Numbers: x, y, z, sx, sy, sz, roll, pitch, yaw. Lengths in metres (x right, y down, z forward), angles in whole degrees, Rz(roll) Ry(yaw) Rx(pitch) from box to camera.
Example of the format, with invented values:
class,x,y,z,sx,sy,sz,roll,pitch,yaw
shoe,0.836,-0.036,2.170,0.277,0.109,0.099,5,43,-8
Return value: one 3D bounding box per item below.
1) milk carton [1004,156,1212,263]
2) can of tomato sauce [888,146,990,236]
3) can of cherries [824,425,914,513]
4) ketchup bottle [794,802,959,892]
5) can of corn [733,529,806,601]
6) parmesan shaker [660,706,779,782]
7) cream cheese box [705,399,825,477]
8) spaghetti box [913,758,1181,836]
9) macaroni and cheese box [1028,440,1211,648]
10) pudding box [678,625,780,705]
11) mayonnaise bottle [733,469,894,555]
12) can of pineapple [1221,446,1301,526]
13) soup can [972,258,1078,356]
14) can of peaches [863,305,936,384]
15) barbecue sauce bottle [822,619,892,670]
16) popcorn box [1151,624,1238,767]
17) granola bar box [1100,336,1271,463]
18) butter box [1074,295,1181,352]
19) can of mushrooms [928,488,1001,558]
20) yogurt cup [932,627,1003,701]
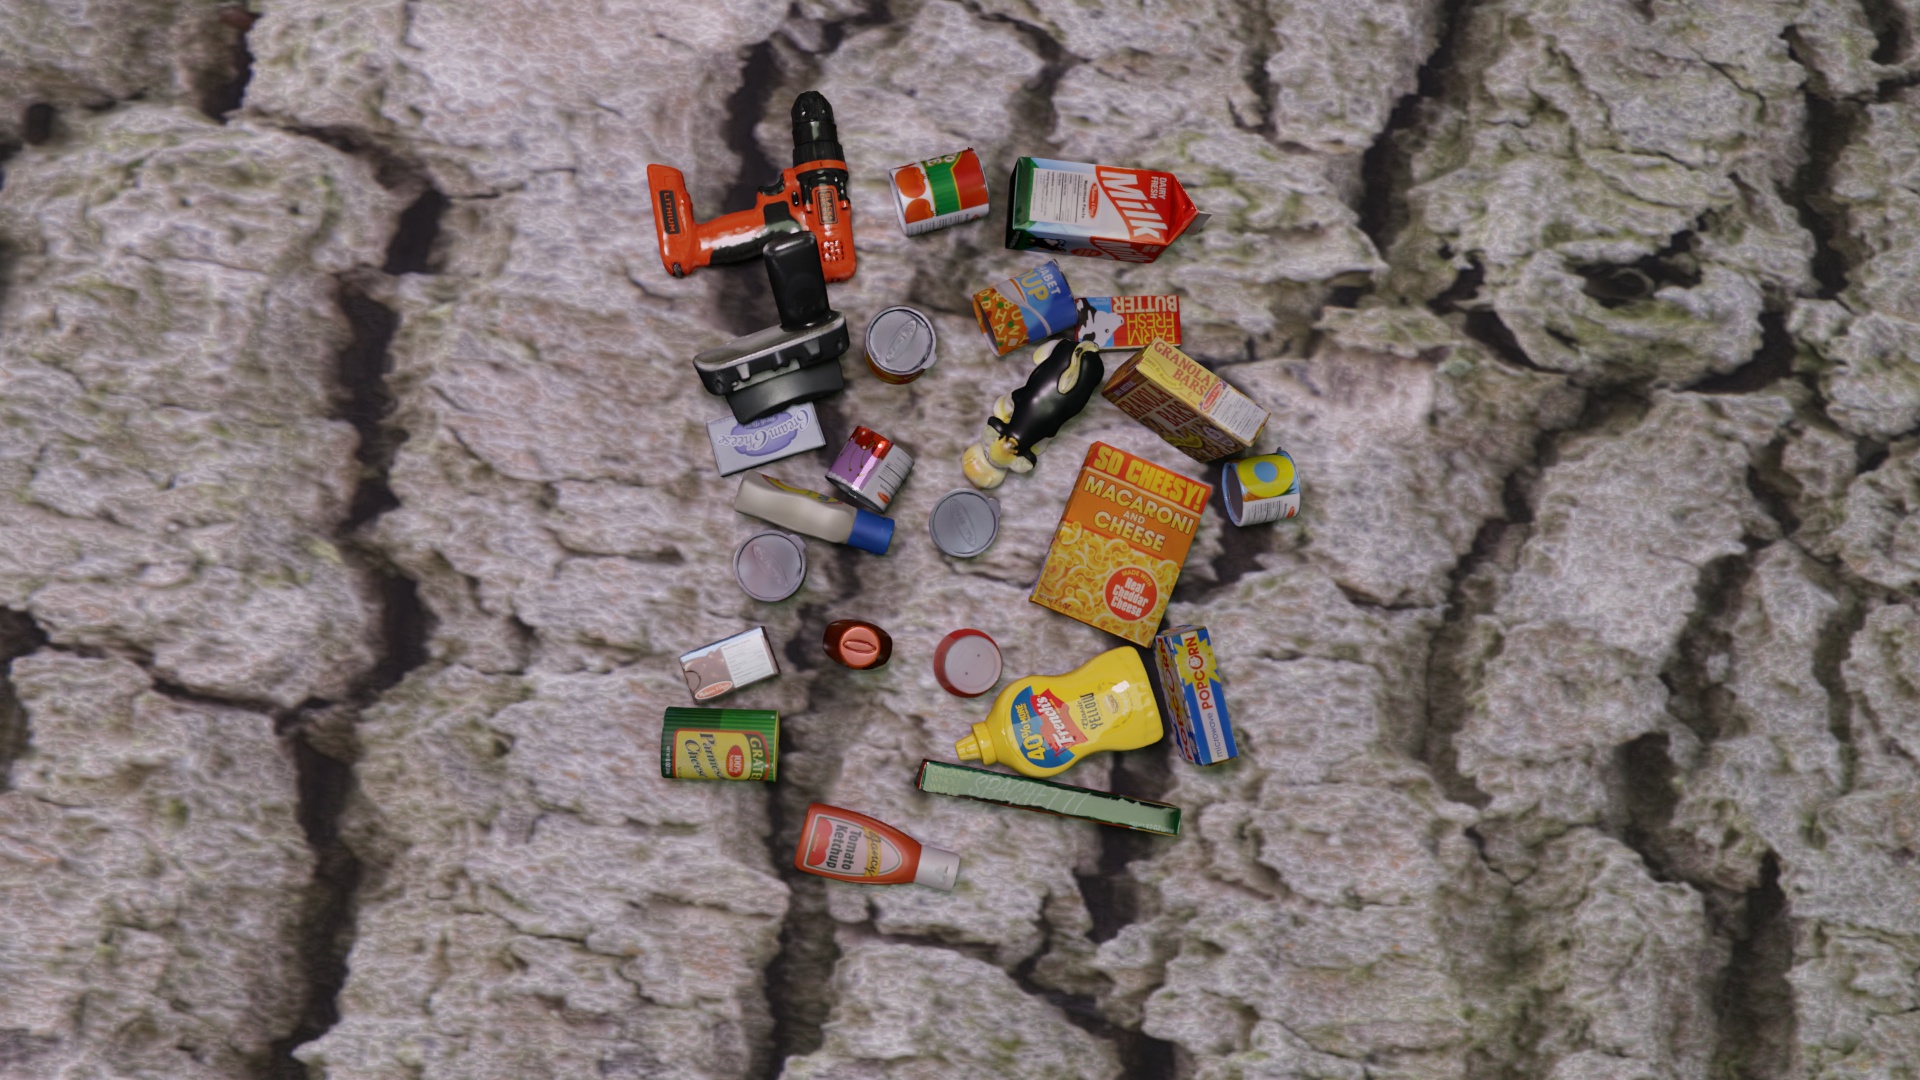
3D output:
class,x,y,z,sx,sy,sz,roll,pitch,yaw
milk carton,0.143,-0.316,1.344,0.191,0.072,0.073,5,86,-4
can of tomato sauce,-0.021,-0.335,1.331,0.083,0.071,0.071,-16,88,-6
can of cherries,-0.087,-0.068,1.308,0.071,0.071,0.058,32,84,-3
ketchup bottle,-0.077,0.292,1.296,0.149,0.043,0.065,15,85,-5
can of corn,-0.175,0.023,1.296,0.071,0.058,0.071,0,86,-5
parmesan shaker,-0.220,0.190,1.278,0.103,0.071,0.071,2,86,-5
cream cheese box,-0.185,-0.100,1.321,0.104,0.024,0.053,-17,88,-6
spaghetti box,0.082,0.242,1.311,0.250,0.050,0.029,11,84,-5
macaroni and cheese box,0.153,0.004,1.339,0.124,0.040,0.166,23,85,-3
pudding box,-0.216,0.116,1.300,0.084,0.030,0.049,-21,90,-6
mayonnaise bottle,-0.137,-0.025,1.303,0.148,0.065,0.041,18,99,-8
can of pineapple,0.290,-0.051,1.344,0.058,0.071,0.071,-10,87,-6
soup can,0.061,-0.224,1.330,0.084,0.071,0.071,-24,89,-6
can of peaches,-0.057,-0.183,1.322,0.071,0.058,0.071,0,86,-6
barbecue sauce bottle,-0.092,0.094,1.254,0.065,0.148,0.043,12,86,-4
popcorn box,0.220,0.145,1.313,0.038,0.085,0.126,-13,88,-5
granola bar box,0.204,-0.126,1.290,0.124,0.165,0.039,34,85,-3
butter box,0.163,-0.212,1.362,0.103,0.024,0.053,-3,87,-5
can of mushrooms,0.005,-0.017,1.329,0.071,0.033,0.071,0,86,-5
yogurt cup,0.009,0.116,1.310,0.072,0.054,0.072,0,86,-5
